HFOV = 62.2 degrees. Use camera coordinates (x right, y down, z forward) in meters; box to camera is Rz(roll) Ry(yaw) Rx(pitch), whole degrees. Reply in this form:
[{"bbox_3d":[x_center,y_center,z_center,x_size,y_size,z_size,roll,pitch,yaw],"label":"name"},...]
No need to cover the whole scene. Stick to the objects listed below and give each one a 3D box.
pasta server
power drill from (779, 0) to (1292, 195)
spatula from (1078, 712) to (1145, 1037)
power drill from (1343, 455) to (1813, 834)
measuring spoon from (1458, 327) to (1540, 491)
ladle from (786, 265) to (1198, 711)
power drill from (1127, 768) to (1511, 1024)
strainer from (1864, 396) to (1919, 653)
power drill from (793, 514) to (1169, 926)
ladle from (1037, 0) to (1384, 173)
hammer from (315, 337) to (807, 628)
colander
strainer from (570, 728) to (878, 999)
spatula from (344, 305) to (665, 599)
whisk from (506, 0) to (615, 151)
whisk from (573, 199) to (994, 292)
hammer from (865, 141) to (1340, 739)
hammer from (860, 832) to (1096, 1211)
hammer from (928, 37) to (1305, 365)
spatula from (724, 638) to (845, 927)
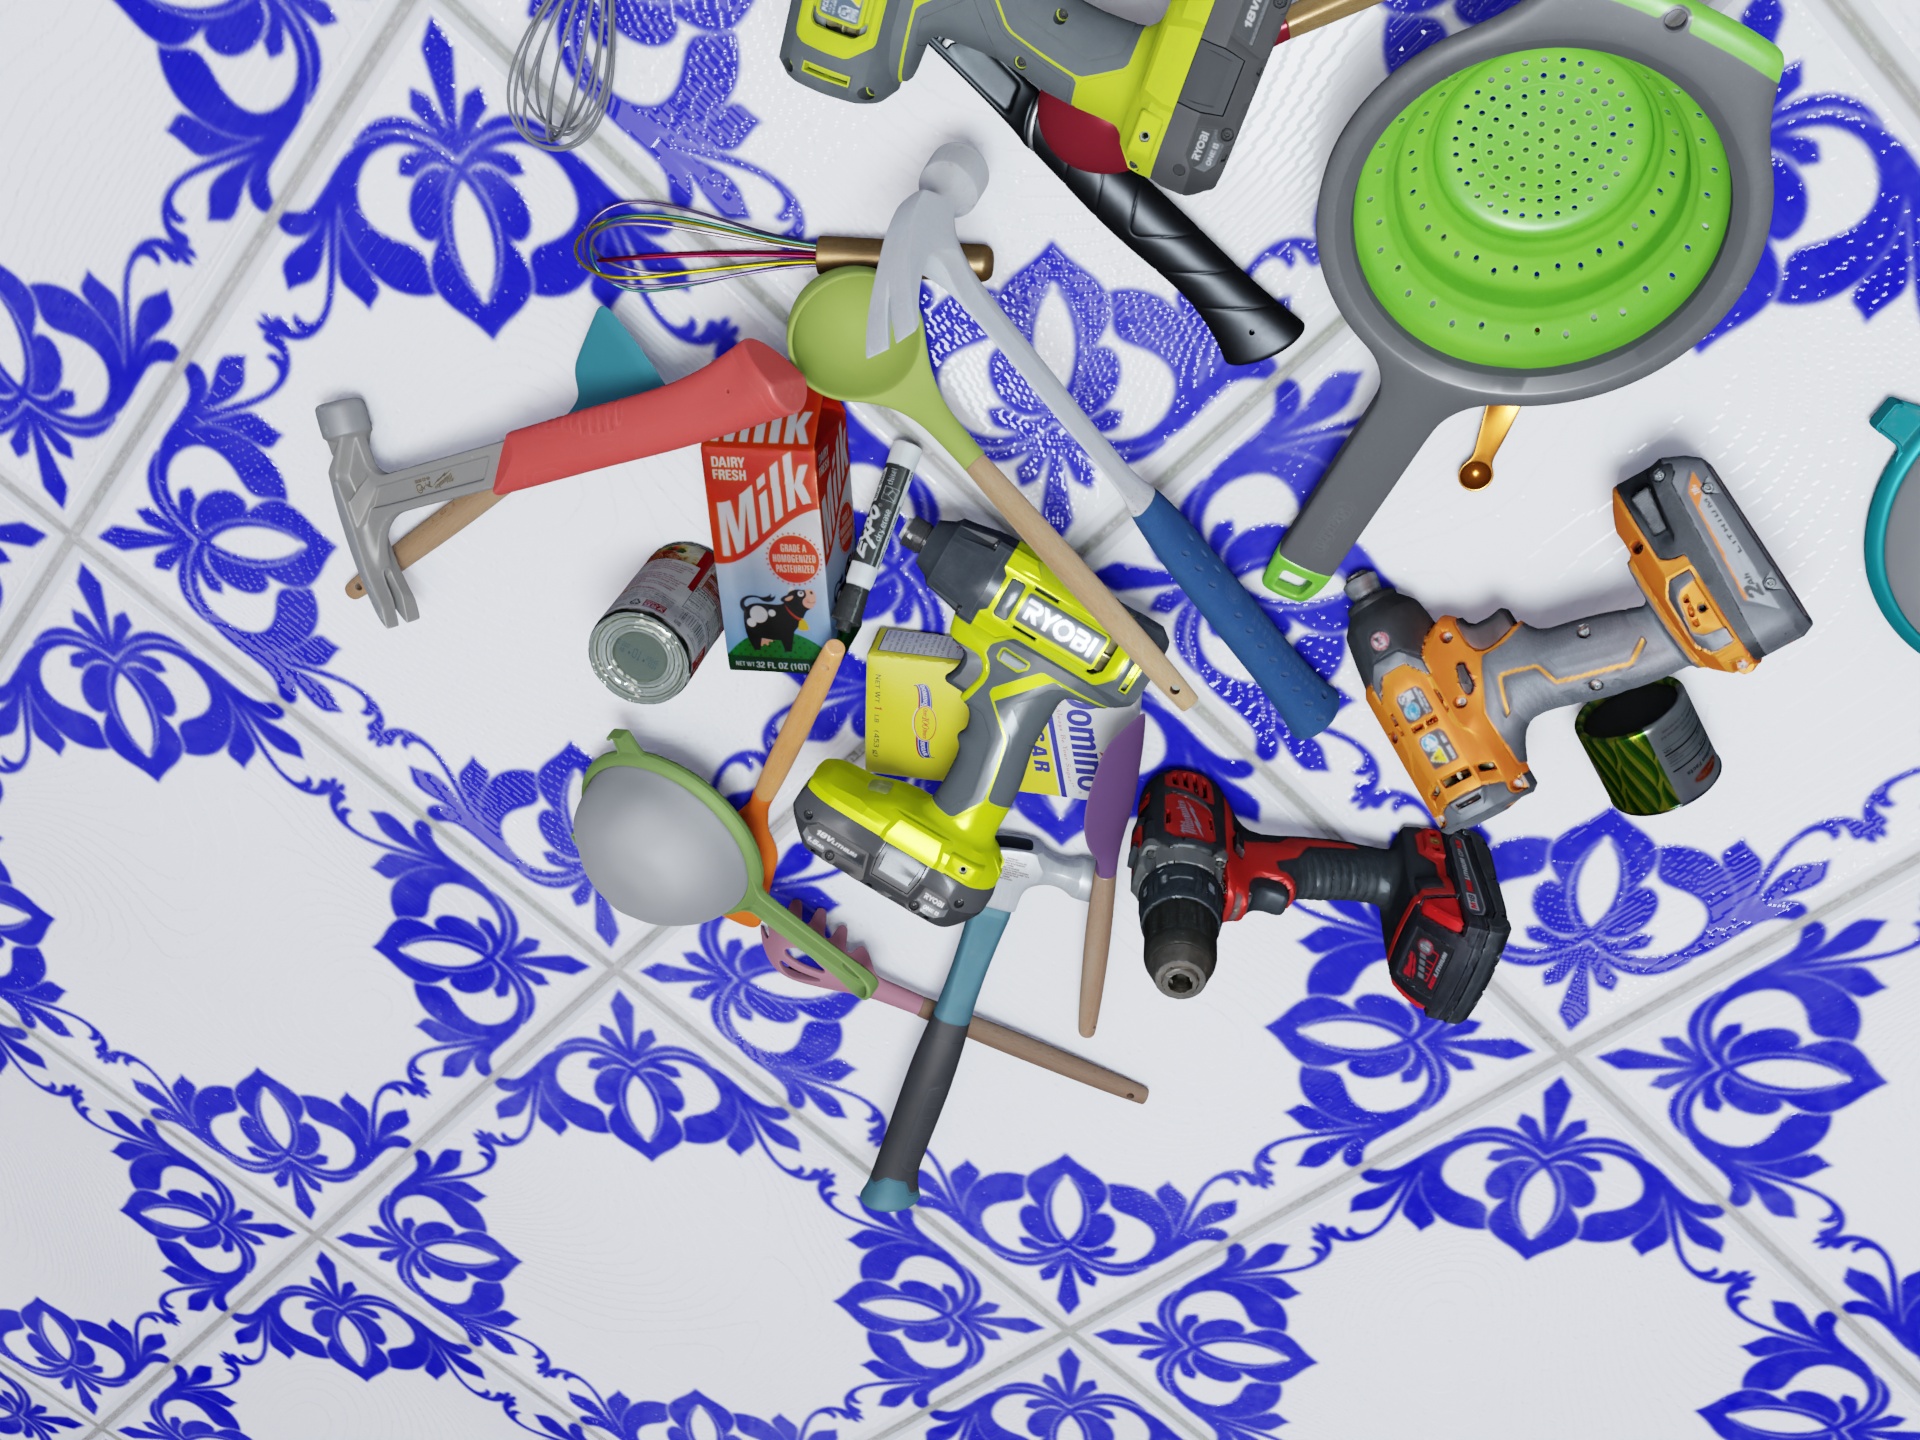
[{"bbox_3d":[-0.004,0.217,1.185,0.316,0.040,0.060,23,122,-6],"label":"pasta server"},{"bbox_3d":[0.040,-0.359,0.731,0.228,0.080,0.190,22,125,1],"label":"power drill"},{"bbox_3d":[0.094,0.119,1.065,0.018,0.060,0.315,31,142,27],"label":"spatula"},{"bbox_3d":[0.334,-0.056,0.903,0.226,0.084,0.164,-34,77,28],"label":"power drill"},{"bbox_3d":[0.306,-0.184,0.891,0.021,0.011,0.116,15,118,3],"label":"measuring spoon"},{"bbox_3d":[0.023,-0.125,0.897,0.078,0.062,0.320,-41,92,18],"label":"ladle"},{"bbox_3d":[0.214,0.118,0.986,0.226,0.188,0.080,13,123,0],"label":"power drill"},{"bbox_3d":[0.621,-0.036,0.856,0.211,0.095,0.340,-12,115,19],"label":"strainer"},{"bbox_3d":[-0.002,-0.003,0.972,0.171,0.080,0.223,31,104,-1],"label":"power drill"},{"bbox_3d":[0.186,-0.354,0.787,0.315,0.031,0.069,-20,113,13],"label":"ladle"},{"bbox_3d":[-0.244,-0.153,0.956,0.359,0.037,0.149,-7,104,30],"label":"hammer"},{"bbox_3d":[0.262,-0.217,0.846,0.204,0.095,0.396,23,140,-2],"label":"colander"},{"bbox_3d":[-0.175,0.129,1.105,0.256,0.069,0.151,37,139,2],"label":"strainer"},{"bbox_3d":[-0.301,-0.152,1.022,0.317,0.044,0.082,-29,103,27],"label":"spatula"},{"bbox_3d":[-0.193,-0.418,0.844,0.055,0.055,0.238,23,118,-2],"label":"whisk"},{"bbox_3d":[-0.103,-0.265,0.914,0.245,0.047,0.051,5,120,6],"label":"whisk"},{"bbox_3d":[0.094,-0.127,0.898,0.035,0.144,0.405,-18,127,41],"label":"hammer"},{"bbox_3d":[-0.009,0.226,1.150,0.128,0.033,0.331,16,113,-5],"label":"hammer"},{"bbox_3d":[0.030,-0.338,0.847,0.408,0.036,0.149,40,119,-12],"label":"hammer"},{"bbox_3d":[-0.129,0.044,1.067,0.081,0.041,0.322,30,143,-2],"label":"spatula"}]
